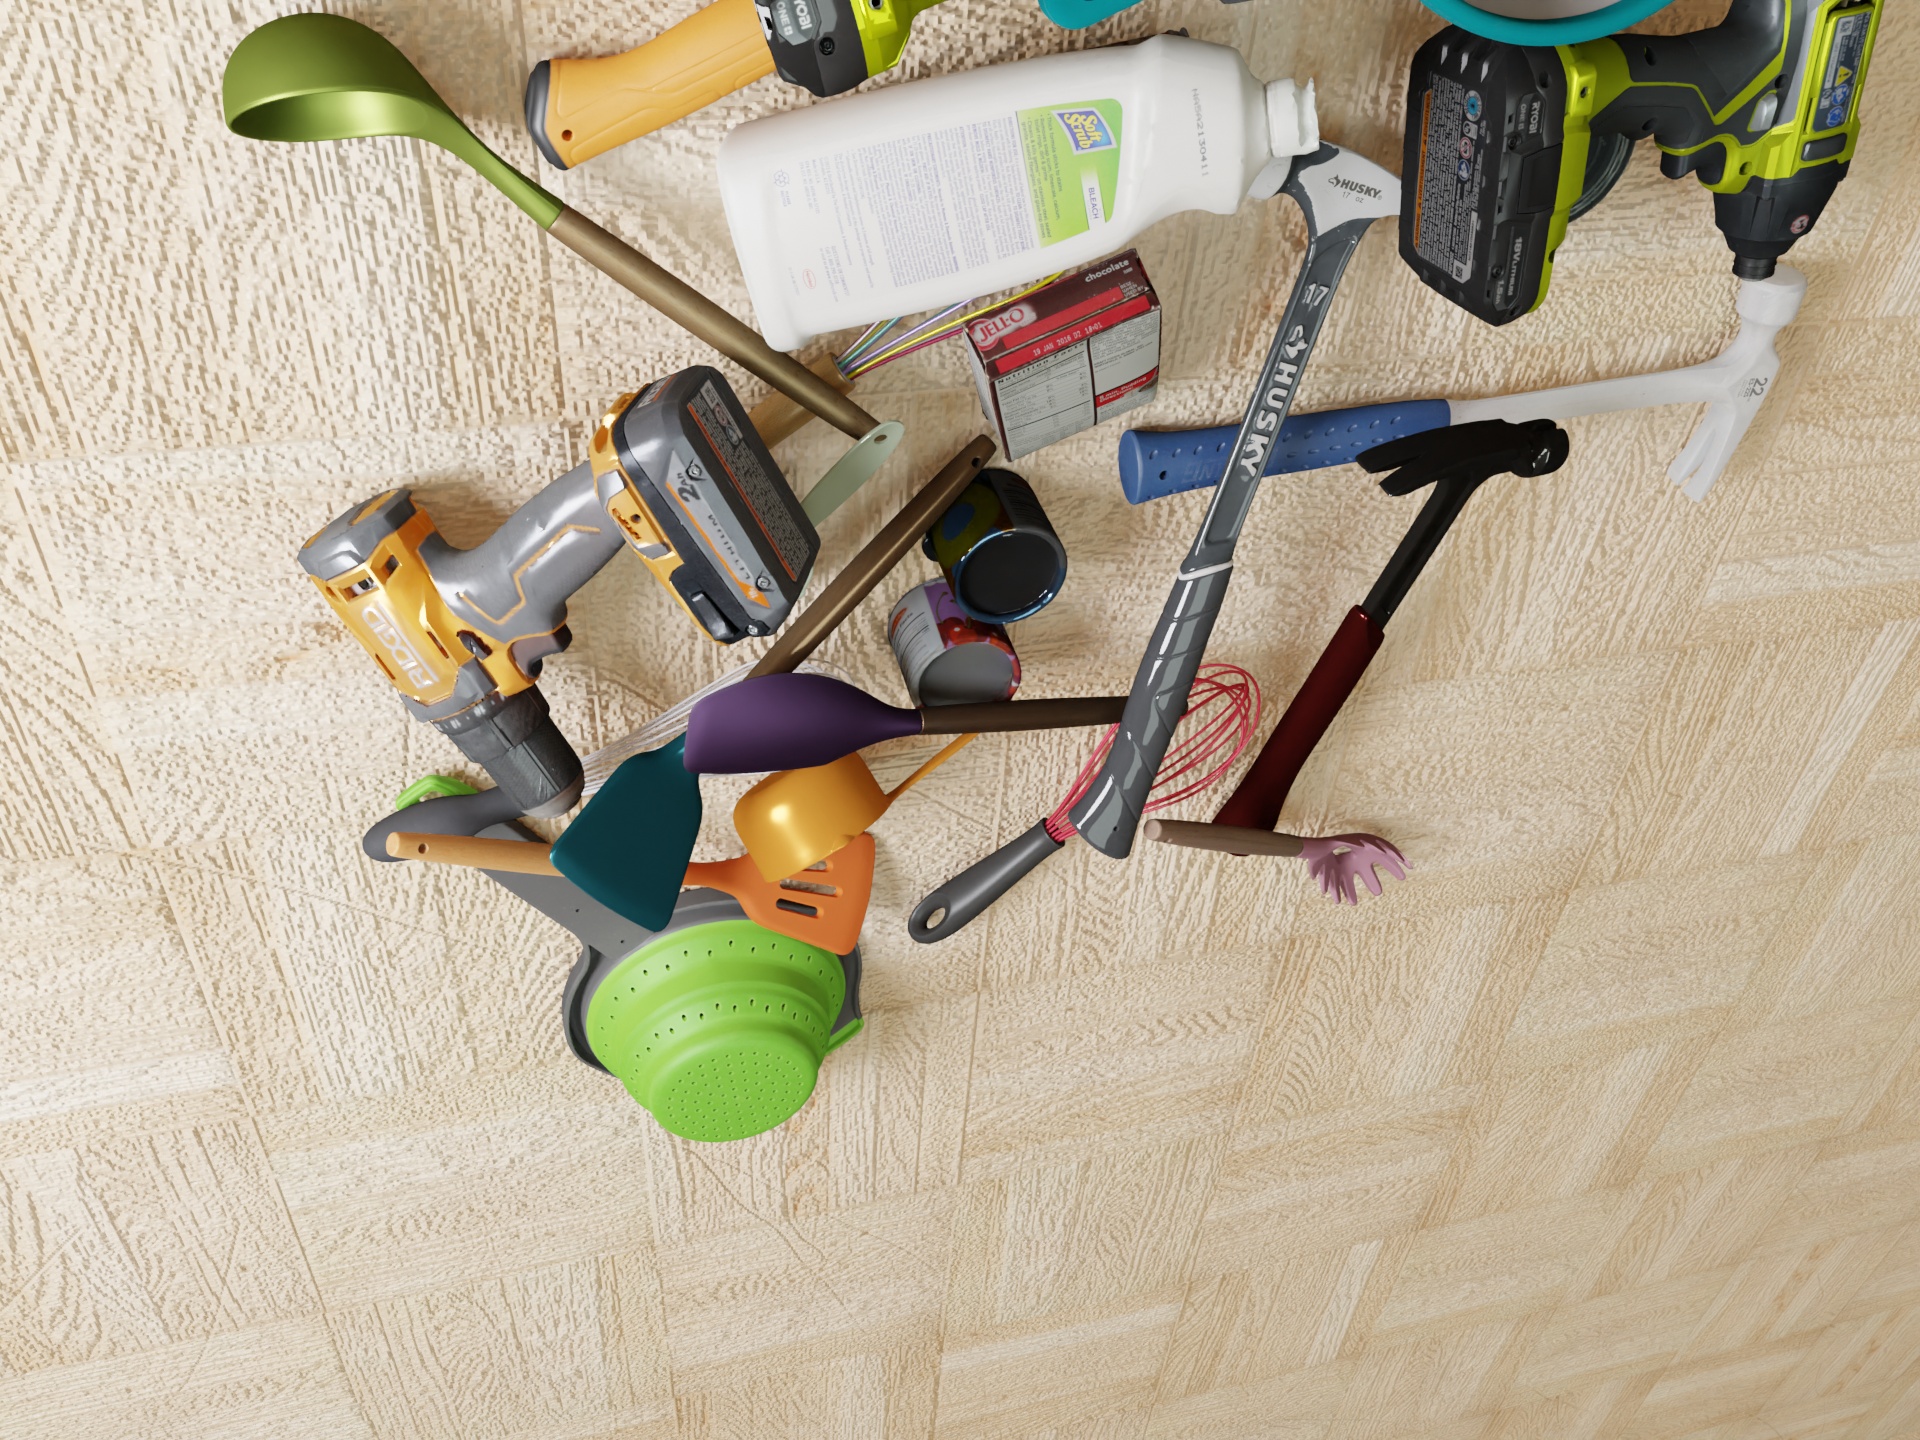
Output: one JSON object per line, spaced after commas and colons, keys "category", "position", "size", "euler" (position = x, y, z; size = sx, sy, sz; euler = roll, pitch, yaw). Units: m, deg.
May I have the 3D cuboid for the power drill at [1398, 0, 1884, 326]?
{"category": "power drill", "position": [0.330, -0.275, 0.764], "size": [0.223, 0.080, 0.171], "euler": [-17, 129, -12]}

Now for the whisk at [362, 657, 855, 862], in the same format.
{"category": "whisk", "position": [-0.194, 0.025, 0.889], "size": [0.284, 0.070, 0.070], "euler": [-18, 133, -7]}

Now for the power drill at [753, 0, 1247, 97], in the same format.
{"category": "power drill", "position": [0.022, -0.334, 0.557], "size": [0.228, 0.080, 0.190], "euler": [-18, 116, 0]}

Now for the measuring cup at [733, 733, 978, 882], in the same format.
{"category": "measuring cup", "position": [-0.058, 0.027, 0.951], "size": [0.173, 0.095, 0.052], "euler": [-36, 98, -14]}

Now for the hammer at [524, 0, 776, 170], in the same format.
{"category": "hammer", "position": [-0.028, -0.316, 0.677], "size": [0.337, 0.034, 0.127], "euler": [-25, 132, 3]}

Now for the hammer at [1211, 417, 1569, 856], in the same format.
{"category": "hammer", "position": [0.227, -0.033, 0.968], "size": [0.149, 0.037, 0.358], "euler": [-16, 146, -31]}

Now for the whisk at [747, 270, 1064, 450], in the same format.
{"category": "whisk", "position": [-0.040, -0.182, 0.779], "size": [0.245, 0.051, 0.047], "euler": [-32, 90, 16]}

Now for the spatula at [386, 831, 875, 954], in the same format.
{"category": "spatula", "position": [-0.179, 0.088, 0.927], "size": [0.322, 0.041, 0.081], "euler": [13, 89, -48]}

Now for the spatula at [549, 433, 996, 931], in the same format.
{"category": "spatula", "position": [-0.088, -0.029, 0.843], "size": [0.317, 0.044, 0.082], "euler": [-47, 124, 1]}

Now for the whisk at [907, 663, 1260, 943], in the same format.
{"category": "whisk", "position": [0.075, 0.061, 1.033], "size": [0.296, 0.073, 0.073], "euler": [-39, 132, 22]}

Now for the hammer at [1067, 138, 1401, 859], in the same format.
{"category": "hammer", "position": [0.145, -0.102, 0.867], "size": [0.149, 0.036, 0.408], "euler": [9, 115, -21]}

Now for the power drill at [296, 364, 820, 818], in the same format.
{"category": "power drill", "position": [-0.181, -0.052, 0.771], "size": [0.226, 0.084, 0.185], "euler": [-20, 117, 20]}

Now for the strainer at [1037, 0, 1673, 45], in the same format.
{"category": "strainer", "position": [0.181, -0.370, 0.657], "size": [0.340, 0.095, 0.210], "euler": [-24, 121, 1]}

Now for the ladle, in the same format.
{"category": "ladle", "position": [-0.160, -0.195, 0.698], "size": [0.319, 0.078, 0.062], "euler": [30, 76, -32]}

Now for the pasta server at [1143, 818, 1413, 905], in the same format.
{"category": "pasta server", "position": [0.214, 0.089, 1.062], "size": [0.060, 0.040, 0.316], "euler": [-39, 151, 28]}

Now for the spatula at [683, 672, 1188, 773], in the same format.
{"category": "spatula", "position": [-0.001, -0.003, 0.882], "size": [0.315, 0.018, 0.059], "euler": [-3, 121, -30]}

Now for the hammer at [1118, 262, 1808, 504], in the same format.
{"category": "hammer", "position": [0.288, -0.169, 0.919], "size": [0.405, 0.035, 0.144], "euler": [-10, 132, -11]}

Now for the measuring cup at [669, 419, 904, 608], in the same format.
{"category": "measuring cup", "position": [-0.088, -0.111, 0.807], "size": [0.083, 0.038, 0.167], "euler": [14, 139, -43]}

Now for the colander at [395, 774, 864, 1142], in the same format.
{"category": "colander", "position": [-0.198, 0.167, 0.999], "size": [0.204, 0.095, 0.396], "euler": [-34, 133, 11]}
